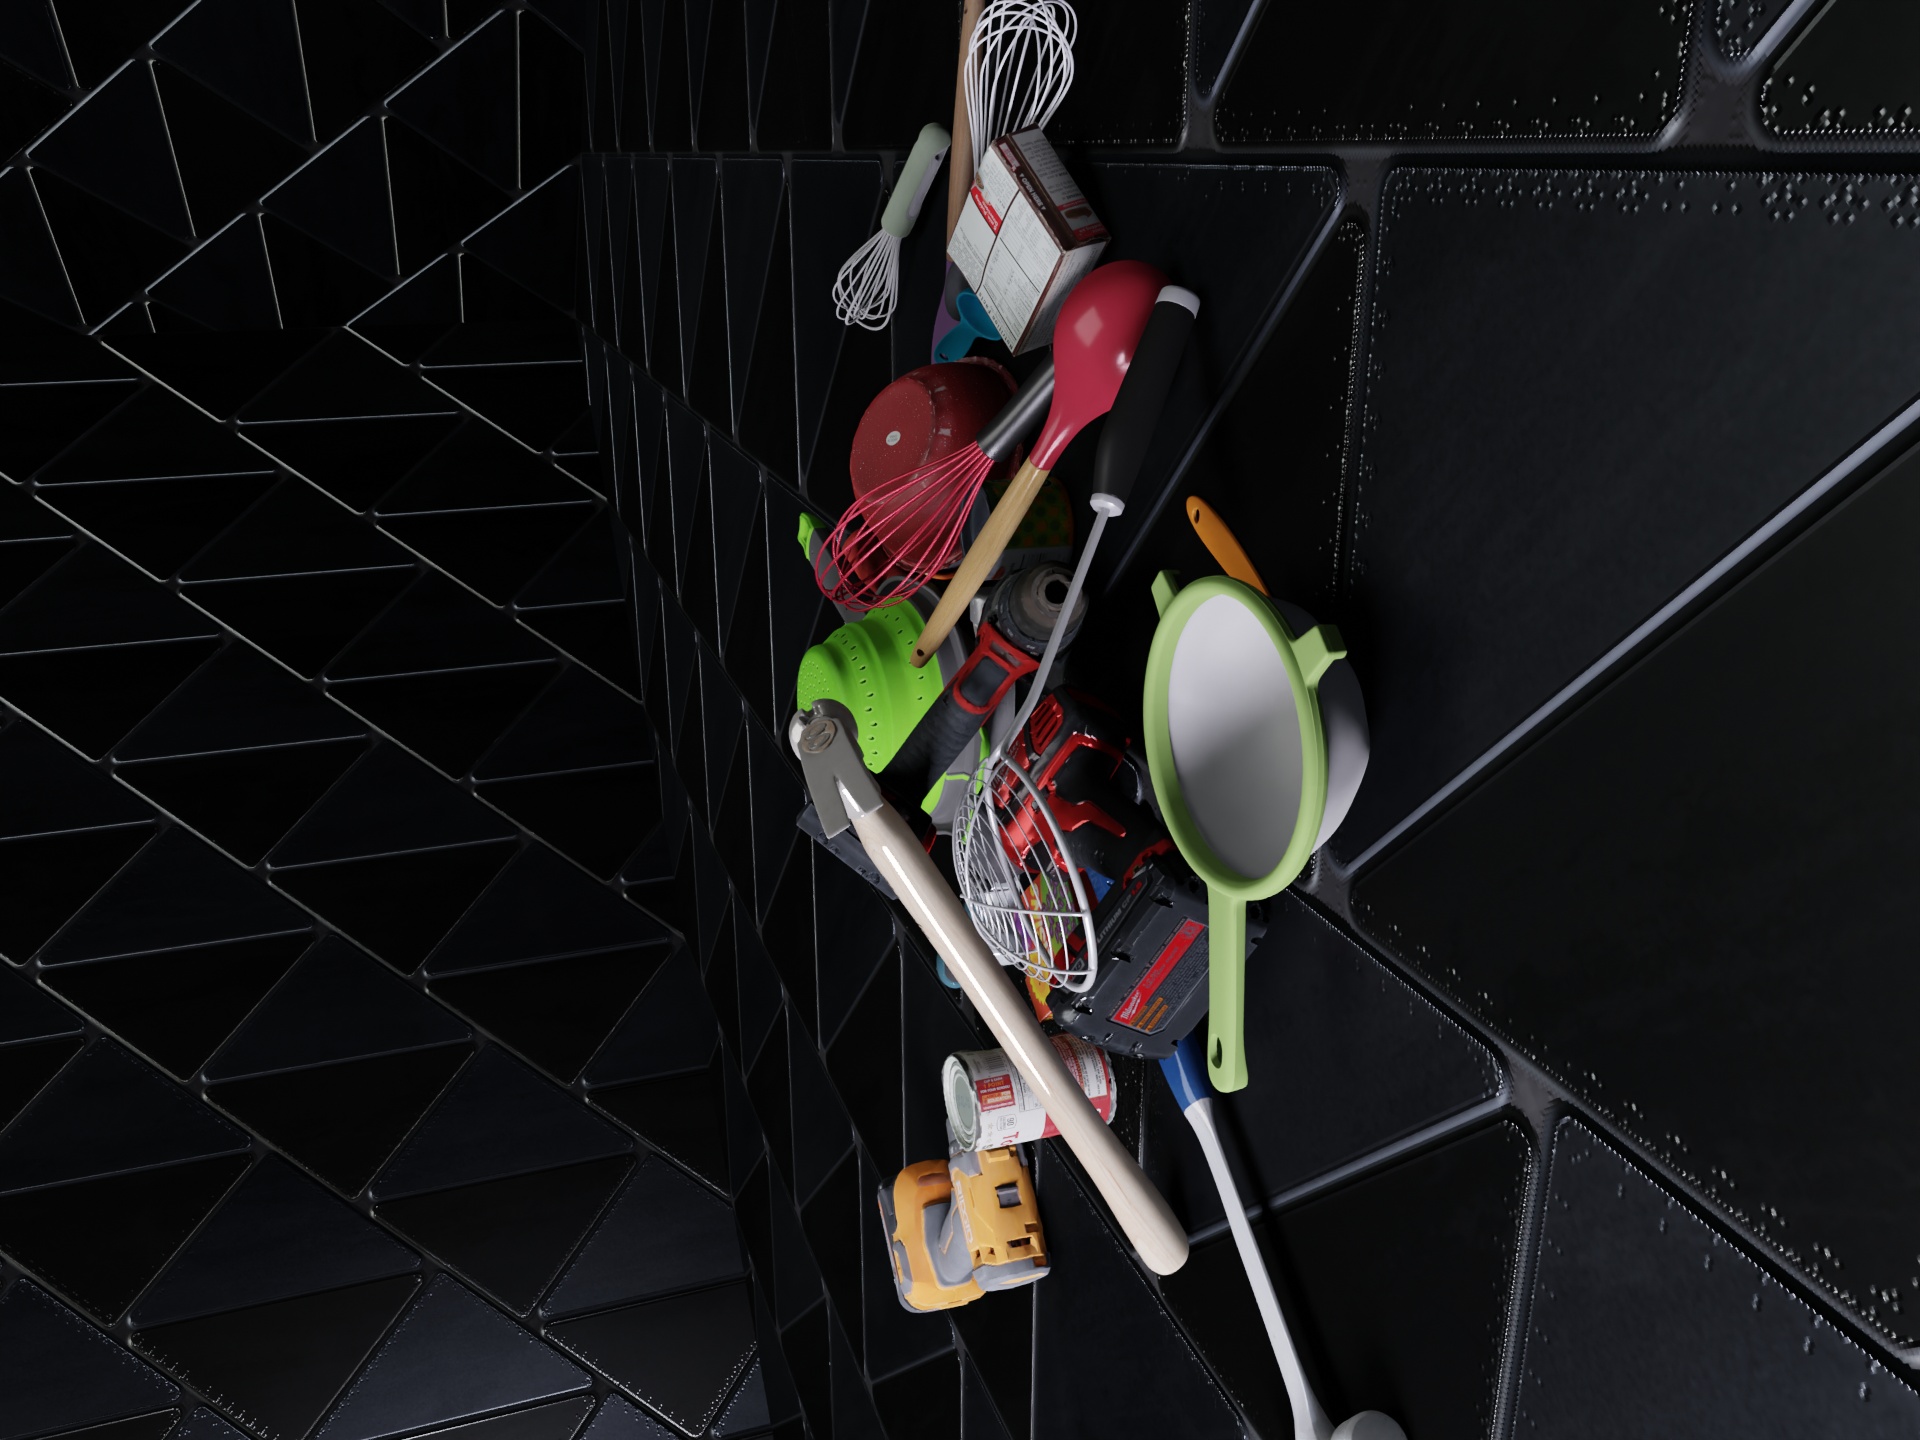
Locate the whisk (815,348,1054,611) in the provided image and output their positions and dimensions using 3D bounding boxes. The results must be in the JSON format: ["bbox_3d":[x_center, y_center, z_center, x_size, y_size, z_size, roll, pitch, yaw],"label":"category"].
[{"bbox_3d":[0.006,-0.157,0.984,0.295,0.073,0.073,-40,54,36],"label":"whisk"}]

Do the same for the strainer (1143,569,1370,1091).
[{"bbox_3d":[0.150,0.056,0.758,0.152,0.069,0.256,-146,51,-64],"label":"strainer"}]

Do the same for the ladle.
[{"bbox_3d":[0.036,-0.137,0.948,0.069,0.031,0.315,38,132,6],"label":"ladle"}]

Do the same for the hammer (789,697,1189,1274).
[{"bbox_3d":[0.029,0.173,0.899,0.410,0.038,0.146,57,180,-21],"label":"hammer"}]

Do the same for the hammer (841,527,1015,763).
[{"bbox_3d":[-0.033,-0.081,1.314,0.359,0.036,0.149,-134,41,-61],"label":"hammer"}]

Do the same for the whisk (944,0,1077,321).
[{"bbox_3d":[0.021,-0.356,1.032,0.284,0.070,0.070,111,147,-63],"label":"whisk"}]

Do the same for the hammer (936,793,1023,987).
[{"bbox_3d":[0.010,0.149,1.189,0.330,0.033,0.128,106,165,-69],"label":"hammer"}]

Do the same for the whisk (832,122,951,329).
[{"bbox_3d":[-0.053,-0.388,1.263,0.059,0.058,0.246,46,153,1],"label":"whisk"}]

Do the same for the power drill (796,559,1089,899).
[{"bbox_3d":[-0.002,-0.003,0.976,0.080,0.227,0.188,38,174,-1],"label":"power drill"}]

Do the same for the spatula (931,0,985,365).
[{"bbox_3d":[-0.002,-0.359,1.149,0.060,0.018,0.315,-128,35,-47],"label":"spatula"}]

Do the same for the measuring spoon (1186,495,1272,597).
[{"bbox_3d":[0.140,-0.082,0.830,0.117,0.011,0.021,-115,26,-44],"label":"measuring spoon"}]

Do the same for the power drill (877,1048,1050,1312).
[{"bbox_3d":[-0.003,0.390,1.328,0.226,0.084,0.185,123,138,-56],"label":"power drill"}]

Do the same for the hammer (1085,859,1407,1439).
[{"bbox_3d":[0.137,0.235,0.913,0.144,0.035,0.406,110,148,-53],"label":"hammer"}]

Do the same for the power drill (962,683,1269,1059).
[{"bbox_3d":[0.072,0.086,0.920,0.143,0.078,0.220,-56,33,15],"label":"power drill"}]

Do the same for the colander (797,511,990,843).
[{"bbox_3d":[-0.098,-0.055,1.282,0.398,0.094,0.204,-123,33,-46],"label":"colander"}]

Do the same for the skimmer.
[{"bbox_3d":[0.081,-0.045,0.826,0.127,0.090,0.363,174,117,-76],"label":"skimmer"}]

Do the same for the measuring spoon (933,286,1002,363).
[{"bbox_3d":[0.007,-0.280,1.137,0.042,0.021,0.128,43,165,-9],"label":"measuring spoon"}]
